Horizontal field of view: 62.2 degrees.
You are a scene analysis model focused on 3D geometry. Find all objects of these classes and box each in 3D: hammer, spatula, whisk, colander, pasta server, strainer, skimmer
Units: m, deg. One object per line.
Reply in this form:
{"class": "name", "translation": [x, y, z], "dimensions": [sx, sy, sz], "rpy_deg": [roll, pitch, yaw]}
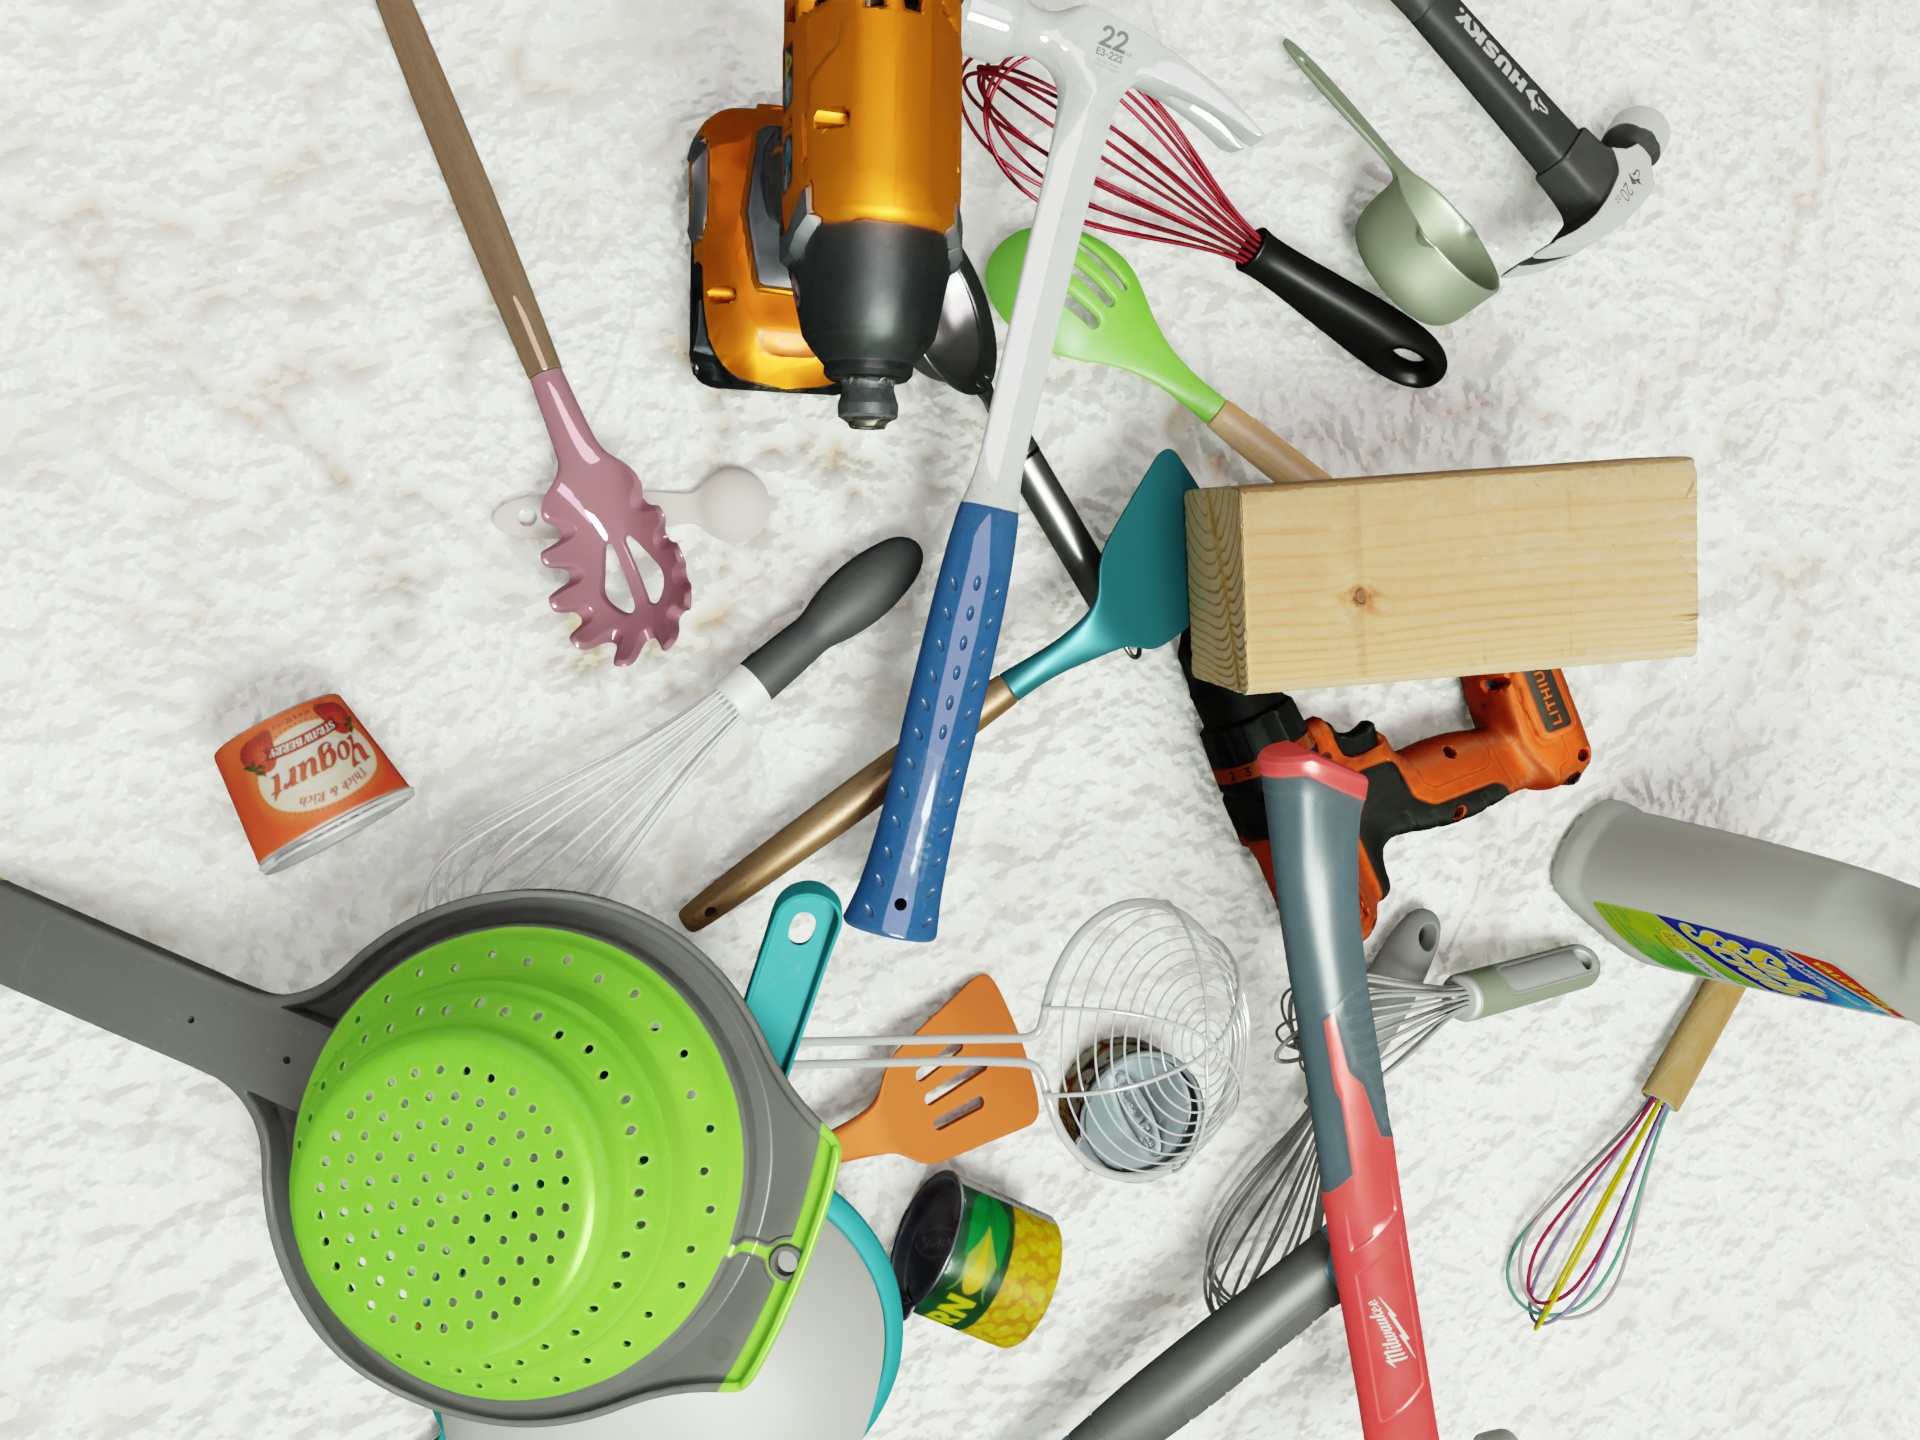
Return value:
{"class": "hammer", "translation": [0.163, 0.200, 0.714], "dimensions": [0.143, 0.038, 0.386], "rpy_deg": [-12, 101, -4]}
{"class": "spatula", "translation": [-0.001, -0.002, 0.745], "dimensions": [0.317, 0.044, 0.082], "rpy_deg": [-36, 118, -2]}
{"class": "spatula", "translation": [-0.112, 0.218, 0.738], "dimensions": [0.322, 0.041, 0.081], "rpy_deg": [-22, 97, -11]}
{"class": "hammer", "translation": [0.072, 0.346, 0.763], "dimensions": [0.331, 0.033, 0.128], "rpy_deg": [-38, 101, 0]}
{"class": "whisk", "translation": [0.376, 0.230, 0.884], "dimensions": [0.047, 0.051, 0.245], "rpy_deg": [44, 75, -36]}
{"class": "hammer", "translation": [0.021, -0.102, 0.694], "dimensions": [0.144, 0.035, 0.405], "rpy_deg": [12, 94, -16]}
{"class": "hammer", "translation": [0.220, -0.366, 0.791], "dimensions": [0.334, 0.035, 0.146], "rpy_deg": [43, 60, -11]}
{"class": "colander", "translation": [-0.246, 0.135, 0.585], "dimensions": [0.397, 0.094, 0.204], "rpy_deg": [21, 86, 6]}
{"class": "whisk", "translation": [0.248, 0.141, 0.804], "dimensions": [0.246, 0.059, 0.058], "rpy_deg": [-5, 53, -36]}
{"class": "pasta server", "translation": [-0.189, -0.175, 0.679], "dimensions": [0.060, 0.040, 0.316], "rpy_deg": [-21, 95, 3]}
{"class": "whisk", "translation": [-0.122, 0.008, 0.708], "dimensions": [0.284, 0.070, 0.070], "rpy_deg": [-42, 104, -16]}
{"class": "strainer", "translation": [0.021, -0.134, 0.752], "dimensions": [0.258, 0.050, 0.087], "rpy_deg": [57, 34, -17]}
{"class": "strainer", "translation": [-0.105, 0.232, 0.650], "dimensions": [0.211, 0.095, 0.340], "rpy_deg": [15, 107, -13]}
{"class": "whisk", "translation": [0.126, -0.239, 0.772], "dimensions": [0.295, 0.073, 0.073], "rpy_deg": [26, 85, -22]}
{"class": "skimmer", "translation": [-0.046, 0.148, 0.725], "dimensions": [0.363, 0.090, 0.127], "rpy_deg": [-1, 86, 1]}
{"class": "whisk", "translation": [0.191, 0.202, 0.819], "dimensions": [0.055, 0.055, 0.239], "rpy_deg": [34, 78, -16]}

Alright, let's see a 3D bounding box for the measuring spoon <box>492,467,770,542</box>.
{"class": "measuring spoon", "translation": [-0.145, -0.094, 0.713], "dimensions": [0.124, 0.018, 0.034], "rpy_deg": [-6, 95, -16]}

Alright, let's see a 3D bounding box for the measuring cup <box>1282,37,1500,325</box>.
{"class": "measuring cup", "translation": [0.205, -0.269, 0.802], "dimensions": [0.167, 0.038, 0.083], "rpy_deg": [53, 37, 6]}

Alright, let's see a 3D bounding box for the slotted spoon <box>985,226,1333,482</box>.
{"class": "slotted spoon", "translation": [0.145, -0.135, 0.769], "dimensions": [0.313, 0.031, 0.070], "rpy_deg": [37, 68, -7]}

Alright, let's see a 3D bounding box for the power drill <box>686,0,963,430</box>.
{"class": "power drill", "translation": [-0.055, -0.188, 0.627], "dimensions": [0.084, 0.226, 0.164], "rpy_deg": [0, 93, -17]}
